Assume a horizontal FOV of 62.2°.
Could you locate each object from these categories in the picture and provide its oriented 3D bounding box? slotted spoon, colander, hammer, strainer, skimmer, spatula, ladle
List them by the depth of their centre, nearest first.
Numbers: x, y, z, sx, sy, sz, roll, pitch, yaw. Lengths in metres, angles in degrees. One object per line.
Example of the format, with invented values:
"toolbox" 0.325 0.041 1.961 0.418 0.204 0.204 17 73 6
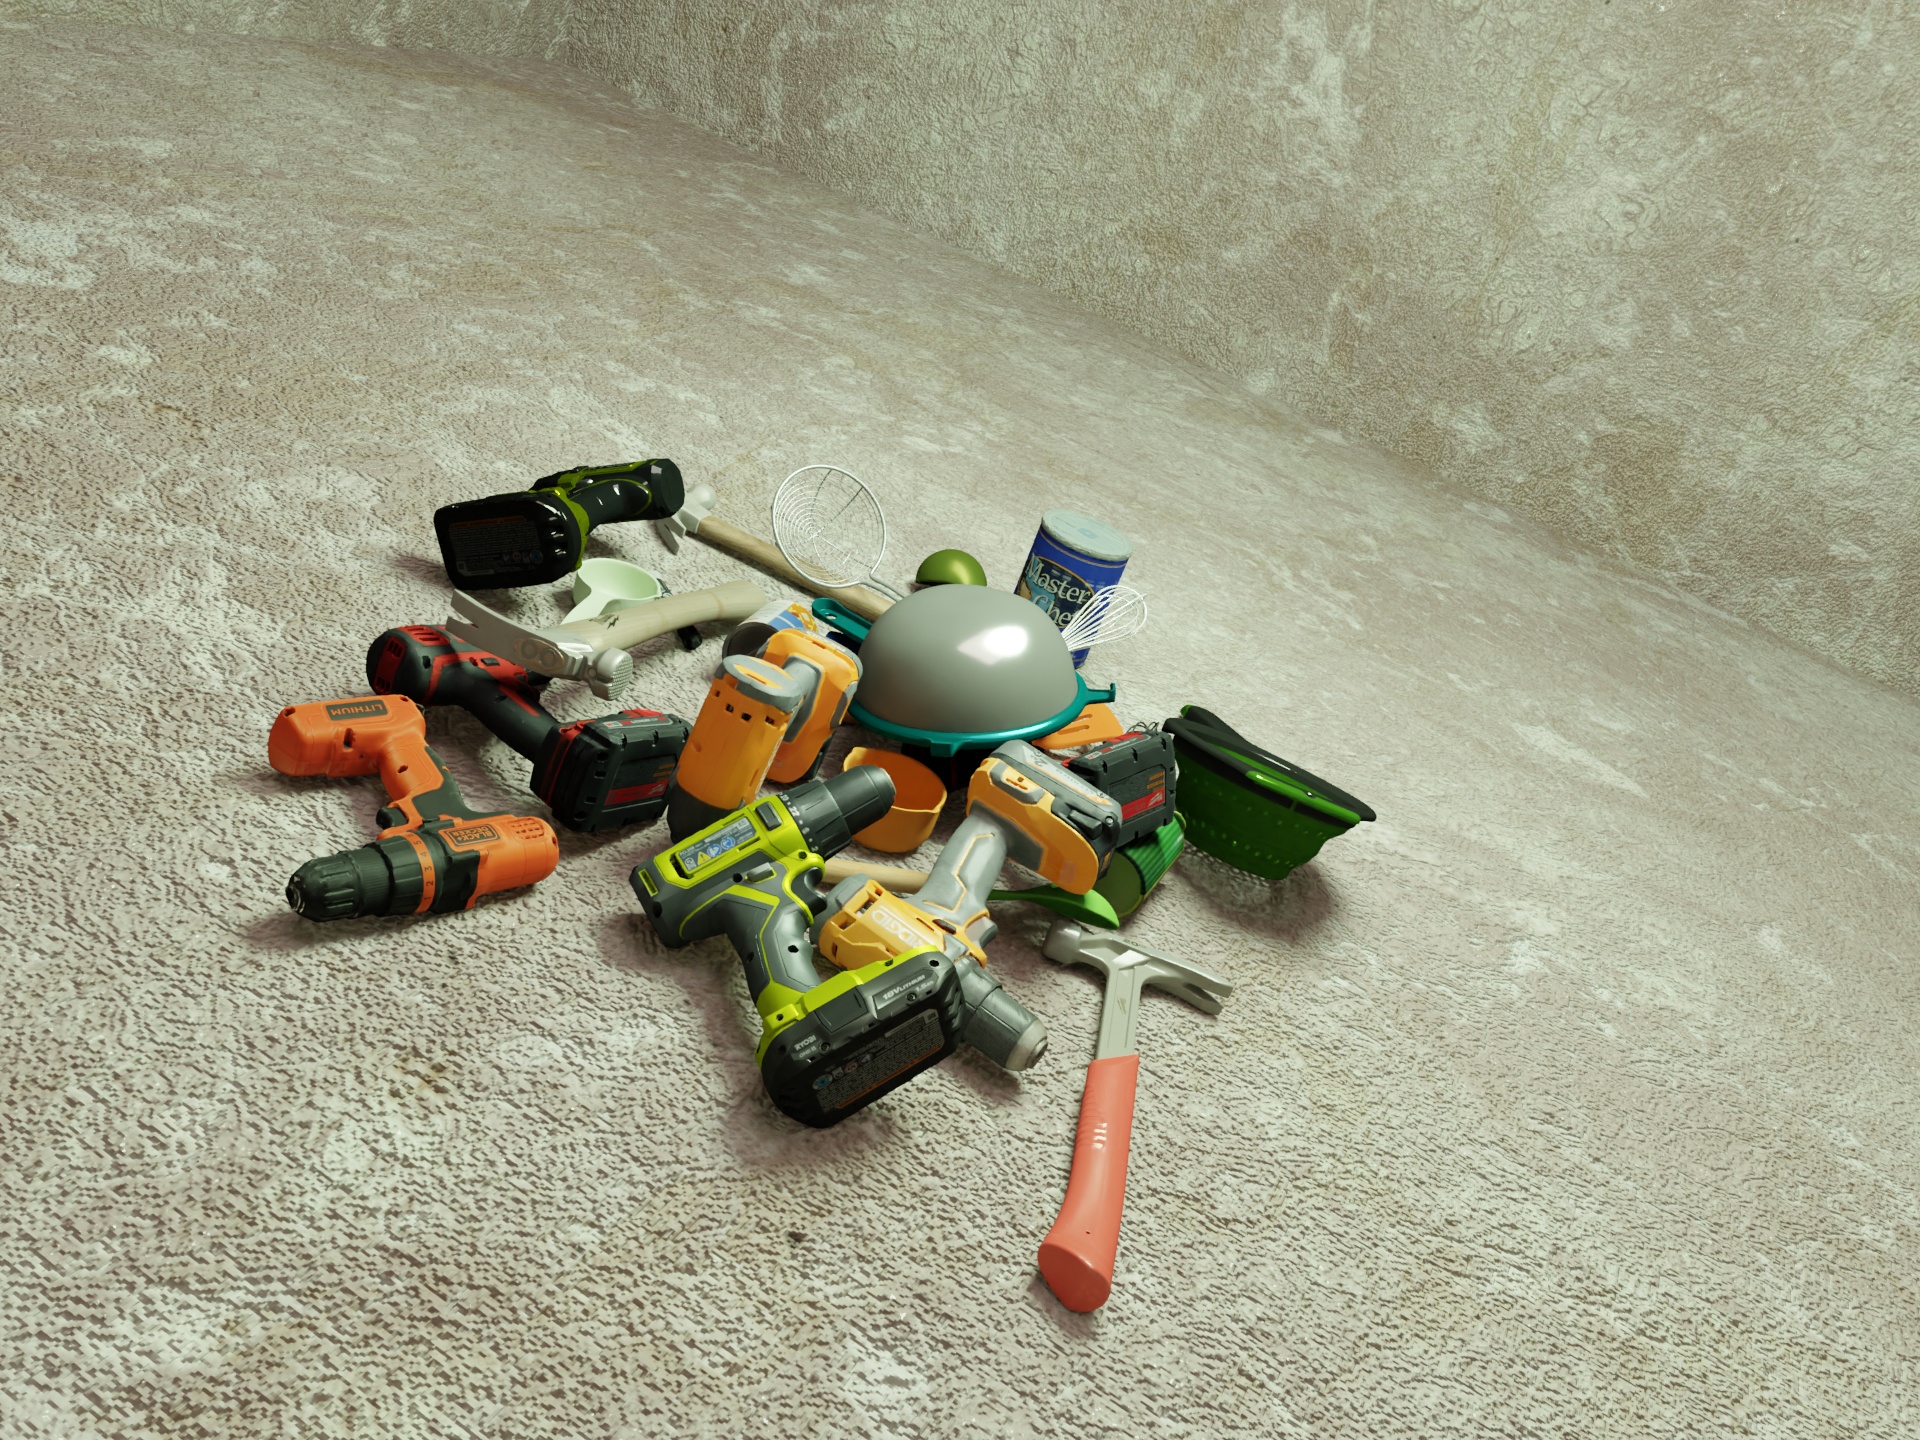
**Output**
"hammer" 0.110 0.260 1.082 0.149 0.036 0.359 21 26 0
"slotted spoon" -0.025 0.126 1.226 0.313 0.031 0.070 10 -12 -14
"hammer" -0.269 -0.089 1.351 0.146 0.038 0.410 22 14 9
"strainer" -0.034 -0.083 1.398 0.211 0.095 0.341 -18 31 -33
"spatula" -0.002 -0.005 1.480 0.322 0.041 0.081 5 30 -27
"colander" 0.252 0.064 1.506 0.204 0.094 0.397 23 9 -9
"skimmer" -0.037 -0.124 1.546 0.363 0.090 0.127 36 56 25
"hammer" -0.169 -0.155 1.645 0.331 0.031 0.130 27 27 10
"ladle" 0.040 -0.076 1.652 0.078 0.062 0.321 3 39 -33

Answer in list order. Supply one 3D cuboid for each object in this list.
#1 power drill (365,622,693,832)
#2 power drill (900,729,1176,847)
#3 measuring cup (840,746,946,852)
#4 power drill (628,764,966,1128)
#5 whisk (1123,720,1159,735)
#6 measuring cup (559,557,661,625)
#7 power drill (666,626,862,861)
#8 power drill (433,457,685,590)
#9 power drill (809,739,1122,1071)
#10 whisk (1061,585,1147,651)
"power drill" -0.314 -0.009 1.218 0.227 0.080 0.188 29 16 21
"power drill" 0.069 0.038 1.346 0.143 0.078 0.220 -19 24 -41
"measuring cup" -0.087 0.076 1.261 0.095 0.052 0.173 37 32 27
"power drill" -0.092 0.134 1.049 0.190 0.080 0.229 -28 49 -14
"whisk" 0.145 0.062 1.464 0.055 0.055 0.239 27 32 11
"measuring cup" -0.325 -0.094 1.417 0.083 0.038 0.168 21 29 0
"power drill" -0.158 0.018 1.227 0.084 0.164 0.226 27 15 4
"power drill" -0.379 -0.189 1.476 0.171 0.080 0.223 -3 19 18
"power drill" 0.029 0.134 1.149 0.185 0.084 0.226 33 53 20
"whisk" 0.097 -0.072 1.591 0.246 0.059 0.058 -31 85 -29
